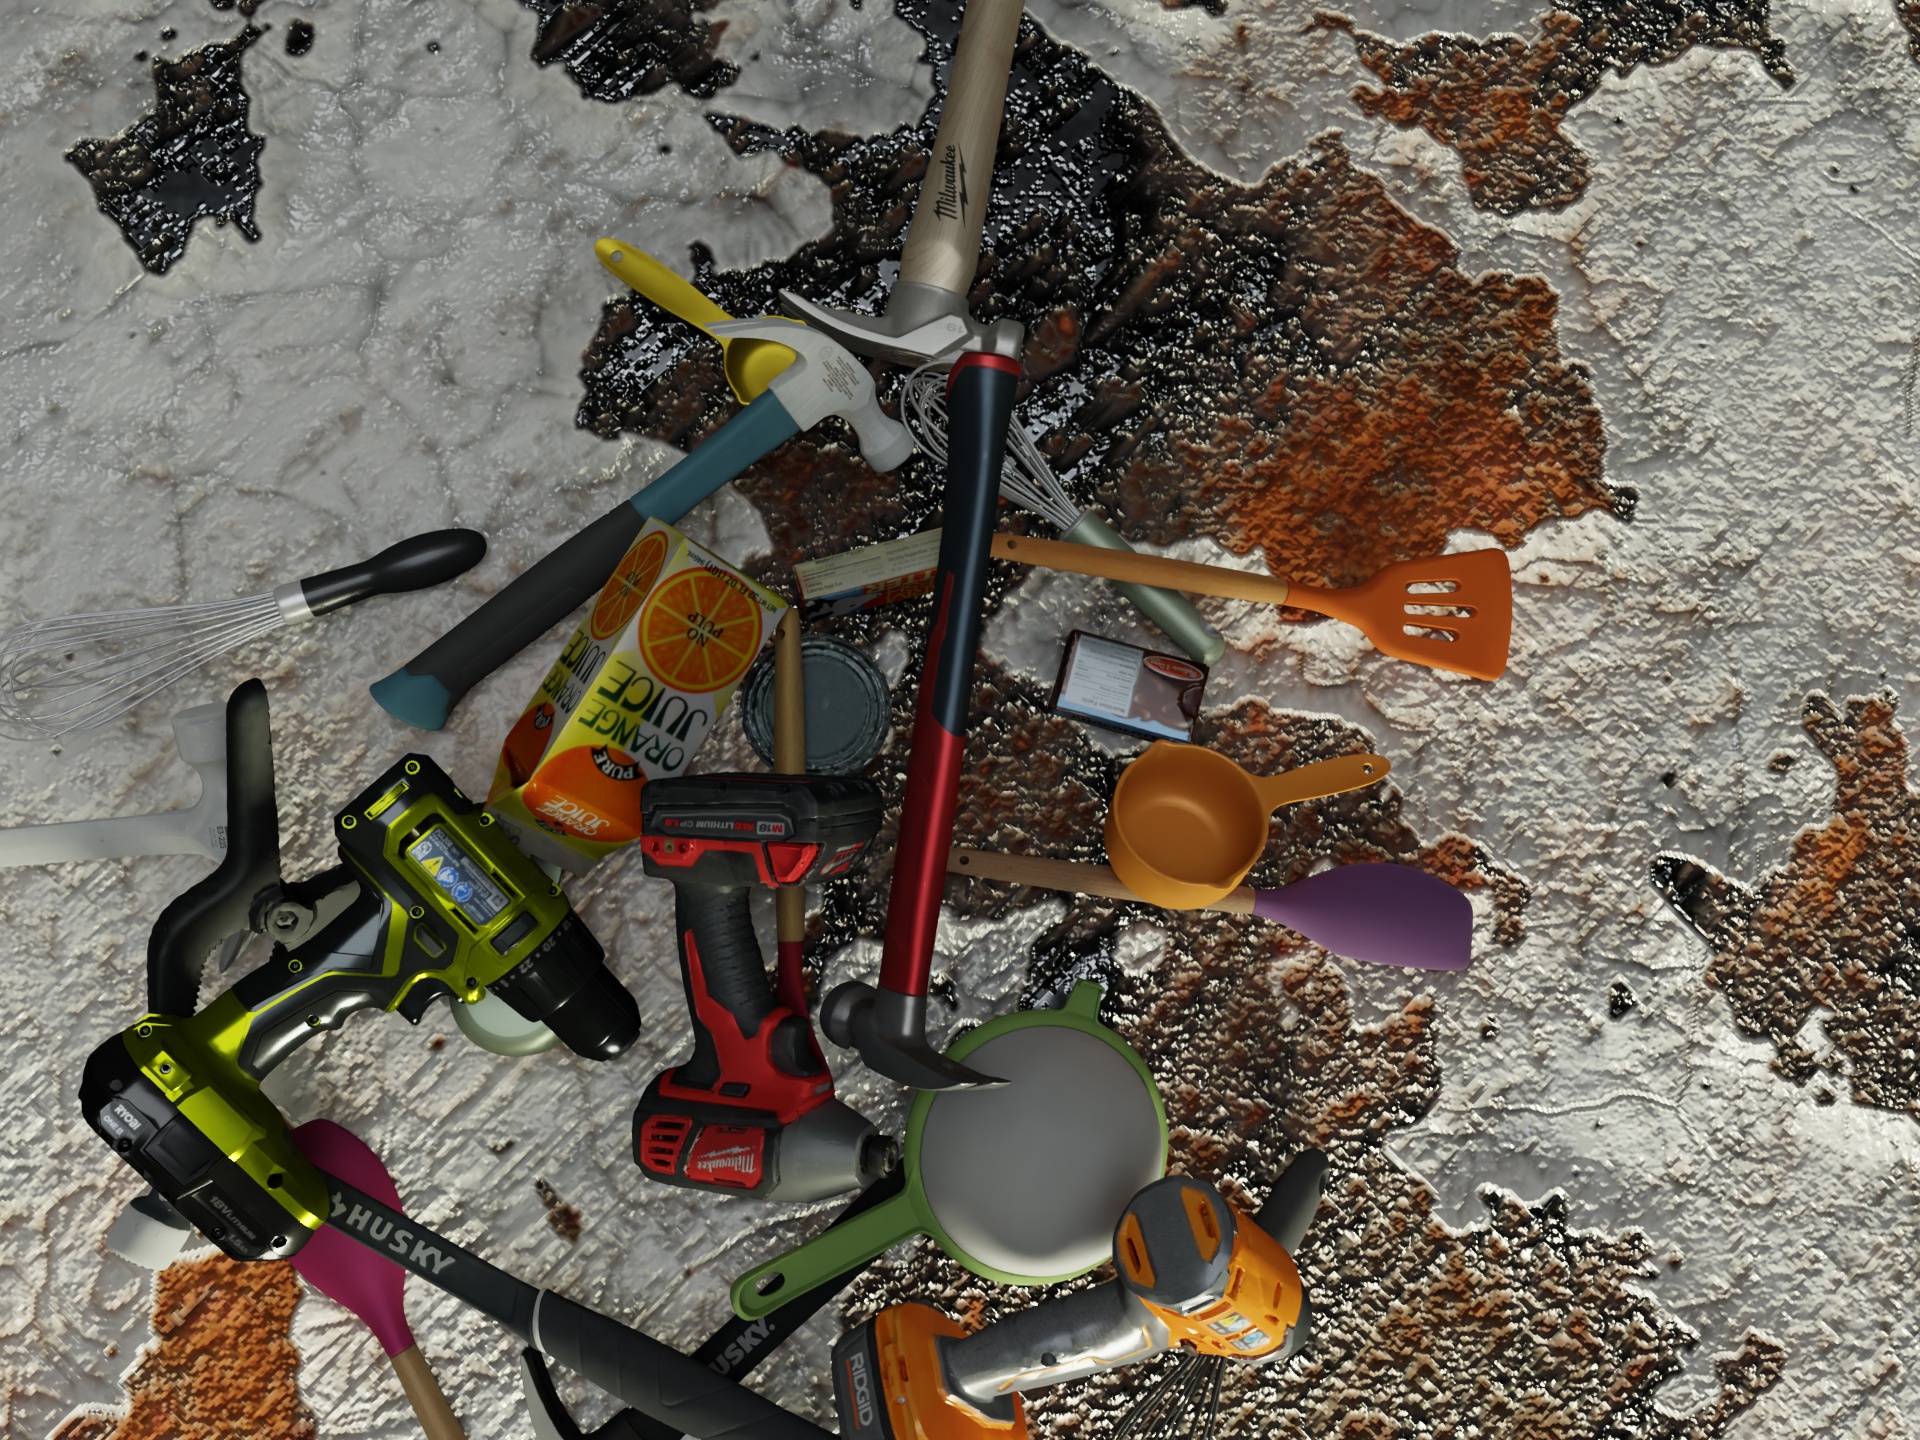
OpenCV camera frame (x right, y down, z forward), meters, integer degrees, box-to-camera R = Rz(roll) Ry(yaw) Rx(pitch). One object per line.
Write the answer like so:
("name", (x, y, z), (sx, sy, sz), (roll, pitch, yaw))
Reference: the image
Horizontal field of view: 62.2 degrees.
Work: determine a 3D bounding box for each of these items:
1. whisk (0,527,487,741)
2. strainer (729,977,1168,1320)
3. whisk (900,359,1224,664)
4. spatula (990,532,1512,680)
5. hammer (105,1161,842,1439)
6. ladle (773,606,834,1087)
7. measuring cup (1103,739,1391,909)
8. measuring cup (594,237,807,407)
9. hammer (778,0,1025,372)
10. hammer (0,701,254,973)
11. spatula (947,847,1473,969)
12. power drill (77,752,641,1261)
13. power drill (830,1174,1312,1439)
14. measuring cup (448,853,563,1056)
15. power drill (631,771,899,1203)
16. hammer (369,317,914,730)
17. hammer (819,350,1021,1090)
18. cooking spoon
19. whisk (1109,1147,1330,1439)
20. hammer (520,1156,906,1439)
("whisk", (-0.405, -0.055, 0.890), (0.284, 0.070, 0.070), (-20, 84, -11))
("strainer", (0.002, 0.254, 0.831), (0.256, 0.069, 0.151), (-23, 95, -14))
("whisk", (0.061, -0.120, 0.935), (0.246, 0.058, 0.059), (43, 116, -1))
("spatula", (0.169, -0.080, 0.917), (0.322, 0.041, 0.081), (7, 82, -17))
("hammer", (-0.232, 0.299, 0.831), (0.409, 0.036, 0.149), (25, 73, 7))
("ladle", (-0.095, 0.095, 0.877), (0.069, 0.031, 0.315), (0, 91, 31))
("measuring cup", (0.164, 0.054, 0.911), (0.173, 0.052, 0.095), (-13, 63, -17))
("measuring cup", (-0.151, -0.235, 0.942), (0.156, 0.029, 0.062), (35, 82, 4))
("hammer", (0.007, -0.413, 0.971), (0.146, 0.038, 0.411), (14, 82, -1))
("hammer", (-0.576, 0.080, 0.853), (0.405, 0.035, 0.144), (-5, 106, 0))
("spatula", (0.144, 0.099, 0.922), (0.316, 0.018, 0.060), (7, 76, -4))
("power drill", (-0.295, 0.156, 0.806), (0.228, 0.080, 0.190), (-43, 103, -16))
("power drill", (0.067, 0.322, 0.810), (0.226, 0.164, 0.084), (-30, 44, 14))
("measuring cup", (-0.237, 0.104, 0.884), (0.083, 0.038, 0.167), (9, 84, -3))
("power drill", (-0.099, 0.139, 0.825), (0.143, 0.078, 0.219), (2, 92, 23))
("hammer", (-0.189, -0.105, 0.901), (0.331, 0.033, 0.128), (-38, 121, -2))
("hammer", (-0.001, -0.003, 0.841), (0.038, 0.143, 0.386), (8, 90, -34))
("cooking spoon", (-0.289, 0.363, 0.858), (0.069, 0.017, 0.319), (-29, 85, -7))
("whisk", (0.144, 0.344, 0.879), (0.055, 0.055, 0.239), (32, 77, 1))
("hammer", (-0.086, 0.303, 0.872), (0.335, 0.035, 0.146), (-41, 88, -8))
